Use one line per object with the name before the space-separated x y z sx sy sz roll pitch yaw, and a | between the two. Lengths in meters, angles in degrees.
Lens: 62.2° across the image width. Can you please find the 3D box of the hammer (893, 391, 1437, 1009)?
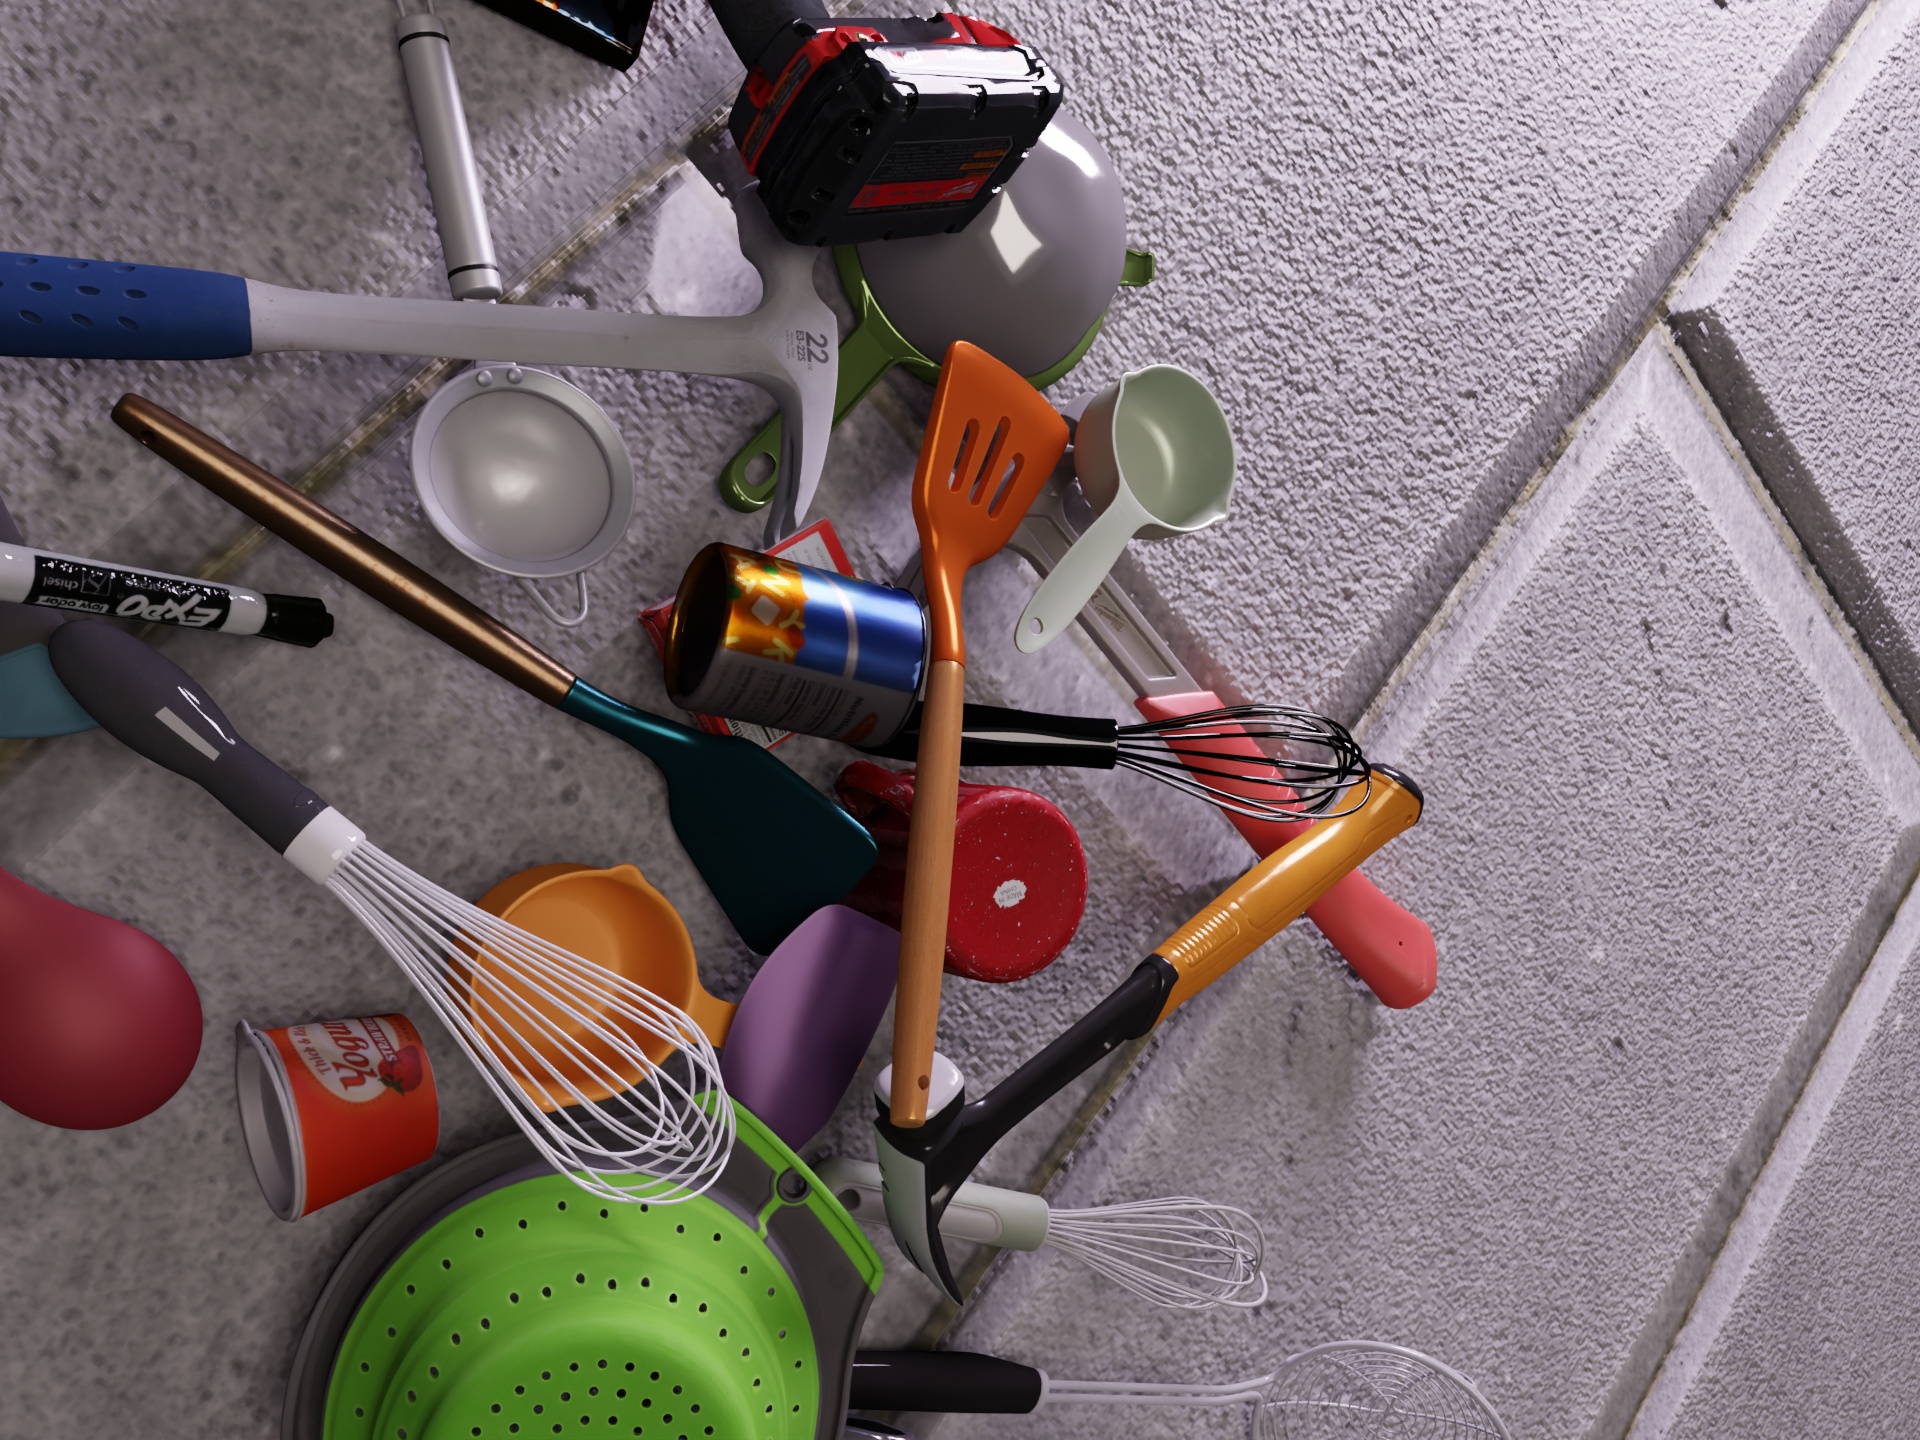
hammer | 0.120 0.022 0.779 0.358 0.037 0.149 49 68 -20

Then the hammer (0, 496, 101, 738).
hammer | -0.365 -0.142 0.507 0.128 0.033 0.331 -27 103 -26

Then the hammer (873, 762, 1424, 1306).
hammer | 0.098 0.117 0.709 0.337 0.034 0.127 -31 135 -32

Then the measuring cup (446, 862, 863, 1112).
measuring cup | -0.120 0.112 0.634 0.173 0.052 0.095 24 79 -34

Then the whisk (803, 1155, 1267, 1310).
whisk | 0.041 0.232 0.727 0.246 0.059 0.057 19 108 -24

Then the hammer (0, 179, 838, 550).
hammer | -0.228 -0.130 0.536 0.405 0.035 0.144 -3 82 -28

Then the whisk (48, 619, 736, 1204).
whisk | -0.188 0.063 0.537 0.284 0.070 0.070 42 70 -6

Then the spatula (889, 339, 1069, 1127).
spatula | -0.001 -0.002 0.633 0.081 0.041 0.323 30 54 -40

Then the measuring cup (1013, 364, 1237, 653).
measuring cup | 0.061 -0.087 0.698 0.083 0.038 0.168 49 61 -21

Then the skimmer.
skimmer | 0.095 0.333 0.729 0.363 0.090 0.127 15 114 -26

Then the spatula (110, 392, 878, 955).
spatula | -0.174 -0.020 0.605 0.317 0.082 0.044 35 31 -21

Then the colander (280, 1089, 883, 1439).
colander | -0.189 0.304 0.533 0.397 0.094 0.204 -43 98 -13

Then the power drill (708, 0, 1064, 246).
power drill | -0.063 -0.298 0.622 0.143 0.078 0.220 -23 77 -44

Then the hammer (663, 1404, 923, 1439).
hammer | -0.089 0.465 0.598 0.143 0.038 0.386 10 78 3

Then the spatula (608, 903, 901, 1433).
spatula | -0.107 0.219 0.620 0.059 0.018 0.316 28 84 -26

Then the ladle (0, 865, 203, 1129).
ladle | -0.356 0.005 0.515 0.069 0.031 0.315 -37 105 -25

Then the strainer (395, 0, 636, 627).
strainer | -0.183 -0.158 0.607 0.087 0.050 0.258 -12 89 -35

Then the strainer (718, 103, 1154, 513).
strainer | -0.009 -0.185 0.688 0.151 0.069 0.256 47 67 -21

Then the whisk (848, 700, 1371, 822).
whisk | 0.066 0.014 0.701 0.239 0.055 0.055 5 87 -4
